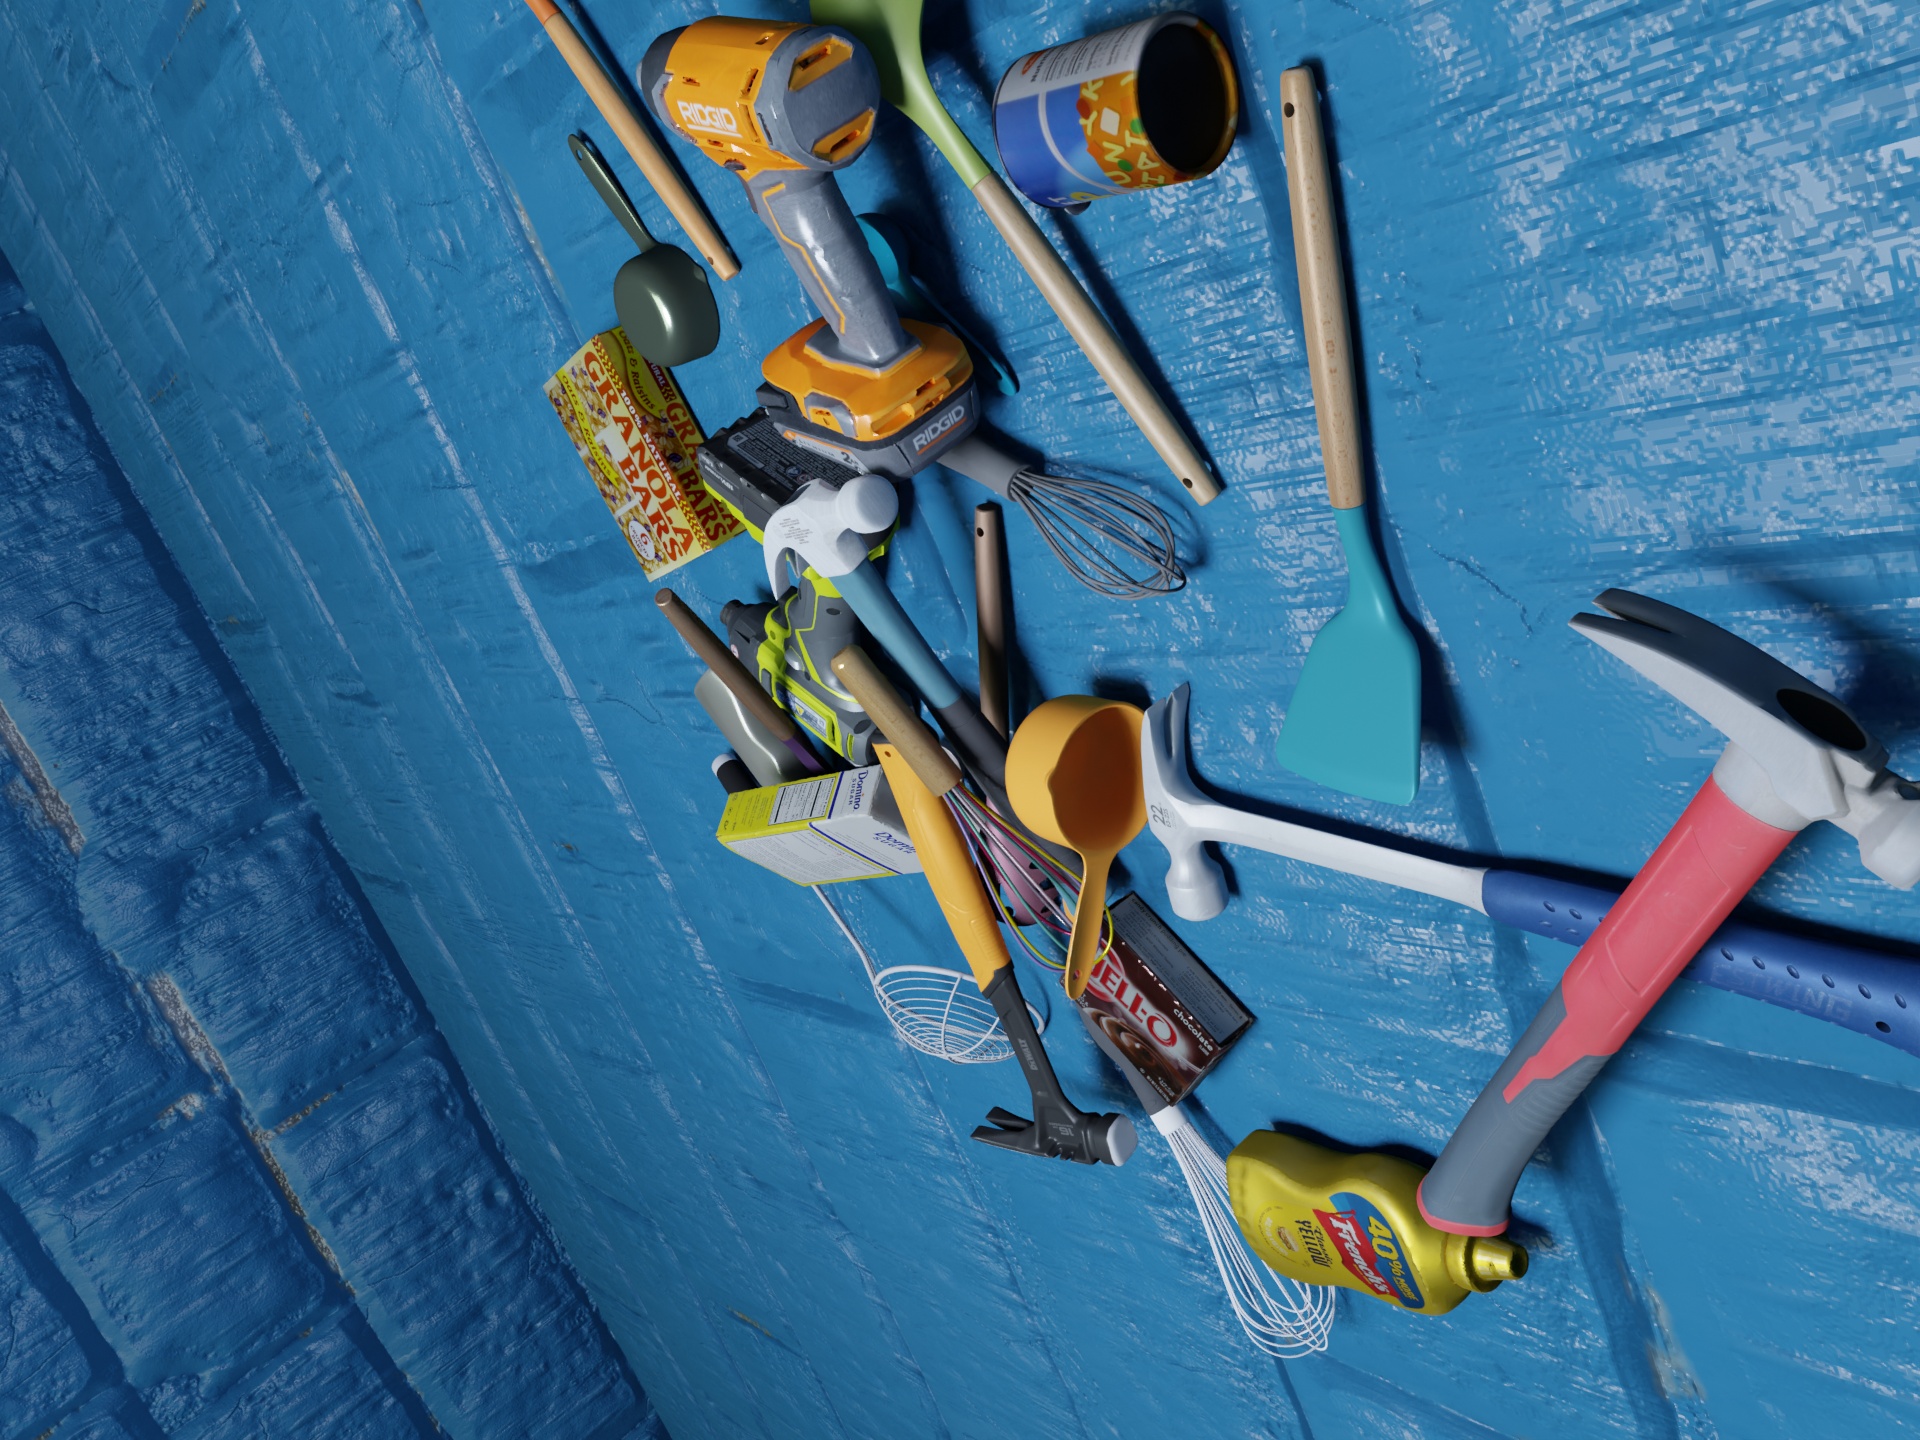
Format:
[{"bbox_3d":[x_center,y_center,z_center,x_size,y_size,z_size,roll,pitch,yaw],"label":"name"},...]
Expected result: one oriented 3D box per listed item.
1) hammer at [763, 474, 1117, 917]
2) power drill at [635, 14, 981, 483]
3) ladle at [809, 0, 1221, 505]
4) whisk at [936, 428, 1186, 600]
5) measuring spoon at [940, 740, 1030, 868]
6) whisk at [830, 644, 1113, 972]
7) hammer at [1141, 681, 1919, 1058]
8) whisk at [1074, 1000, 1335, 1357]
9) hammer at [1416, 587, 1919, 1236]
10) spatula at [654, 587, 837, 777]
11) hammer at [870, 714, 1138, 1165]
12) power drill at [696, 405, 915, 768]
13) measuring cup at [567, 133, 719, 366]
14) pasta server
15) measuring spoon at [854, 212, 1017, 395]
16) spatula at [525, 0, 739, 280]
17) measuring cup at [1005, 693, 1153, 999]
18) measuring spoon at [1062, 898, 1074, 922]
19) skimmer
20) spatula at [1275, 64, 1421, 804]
[{"bbox_3d":[-0.001,-0.003,0.930,0.128,0.033,0.330,1,134,52],"label":"hammer"},{"bbox_3d":[-0.084,-0.246,0.814,0.164,0.084,0.226,30,152,43],"label":"power drill"},{"bbox_3d":[0.035,-0.241,0.760,0.320,0.062,0.078,53,149,-7],"label":"ladle"},{"bbox_3d":[0.029,-0.127,0.855,0.239,0.055,0.055,37,144,35],"label":"whisk"},{"bbox_3d":[0.017,0.063,1.077,0.034,0.018,0.124,-27,102,46],"label":"measuring spoon"},{"bbox_3d":[0.009,0.051,0.928,0.047,0.051,0.245,-27,108,38],"label":"whisk"},{"bbox_3d":[0.241,0.075,0.754,0.406,0.035,0.144,13,128,48],"label":"hammer"},{"bbox_3d":[0.157,0.289,1.049,0.285,0.070,0.070,57,149,8],"label":"whisk"},{"bbox_3d":[0.262,0.116,0.691,0.143,0.038,0.386,41,146,25],"label":"hammer"},{"bbox_3d":[-0.131,-0.005,1.087,0.060,0.018,0.315,39,171,31],"label":"spatula"},{"bbox_3d":[0.010,0.149,1.048,0.127,0.034,0.336,-4,116,41],"label":"hammer"},{"bbox_3d":[-0.106,-0.089,1.047,0.171,0.080,0.223,37,147,28],"label":"power drill"},{"bbox_3d":[-0.221,-0.307,1.040,0.167,0.038,0.083,56,149,-3],"label":"measuring cup"},{"bbox_3d":[0.026,0.009,0.996,0.060,0.040,0.316,15,126,28],"label":"pasta server"},{"bbox_3d":[-0.010,-0.225,0.853,0.128,0.021,0.042,46,160,1],"label":"measuring spoon"},{"bbox_3d":[-0.227,-0.412,0.975,0.322,0.041,0.081,55,149,-5],"label":"spatula"},{"bbox_3d":[0.062,0.069,0.908,0.052,0.095,0.173,19,105,49],"label":"measuring cup"},{"bbox_3d":[0.078,0.094,1.024,0.021,0.011,0.116,29,143,26],"label":"measuring spoon"},{"bbox_3d":[-0.075,0.130,1.240,0.364,0.090,0.127,48,170,34],"label":"skimmer"},{"bbox_3d":[0.160,-0.114,0.688,0.082,0.044,0.317,20,132,49],"label":"spatula"}]
